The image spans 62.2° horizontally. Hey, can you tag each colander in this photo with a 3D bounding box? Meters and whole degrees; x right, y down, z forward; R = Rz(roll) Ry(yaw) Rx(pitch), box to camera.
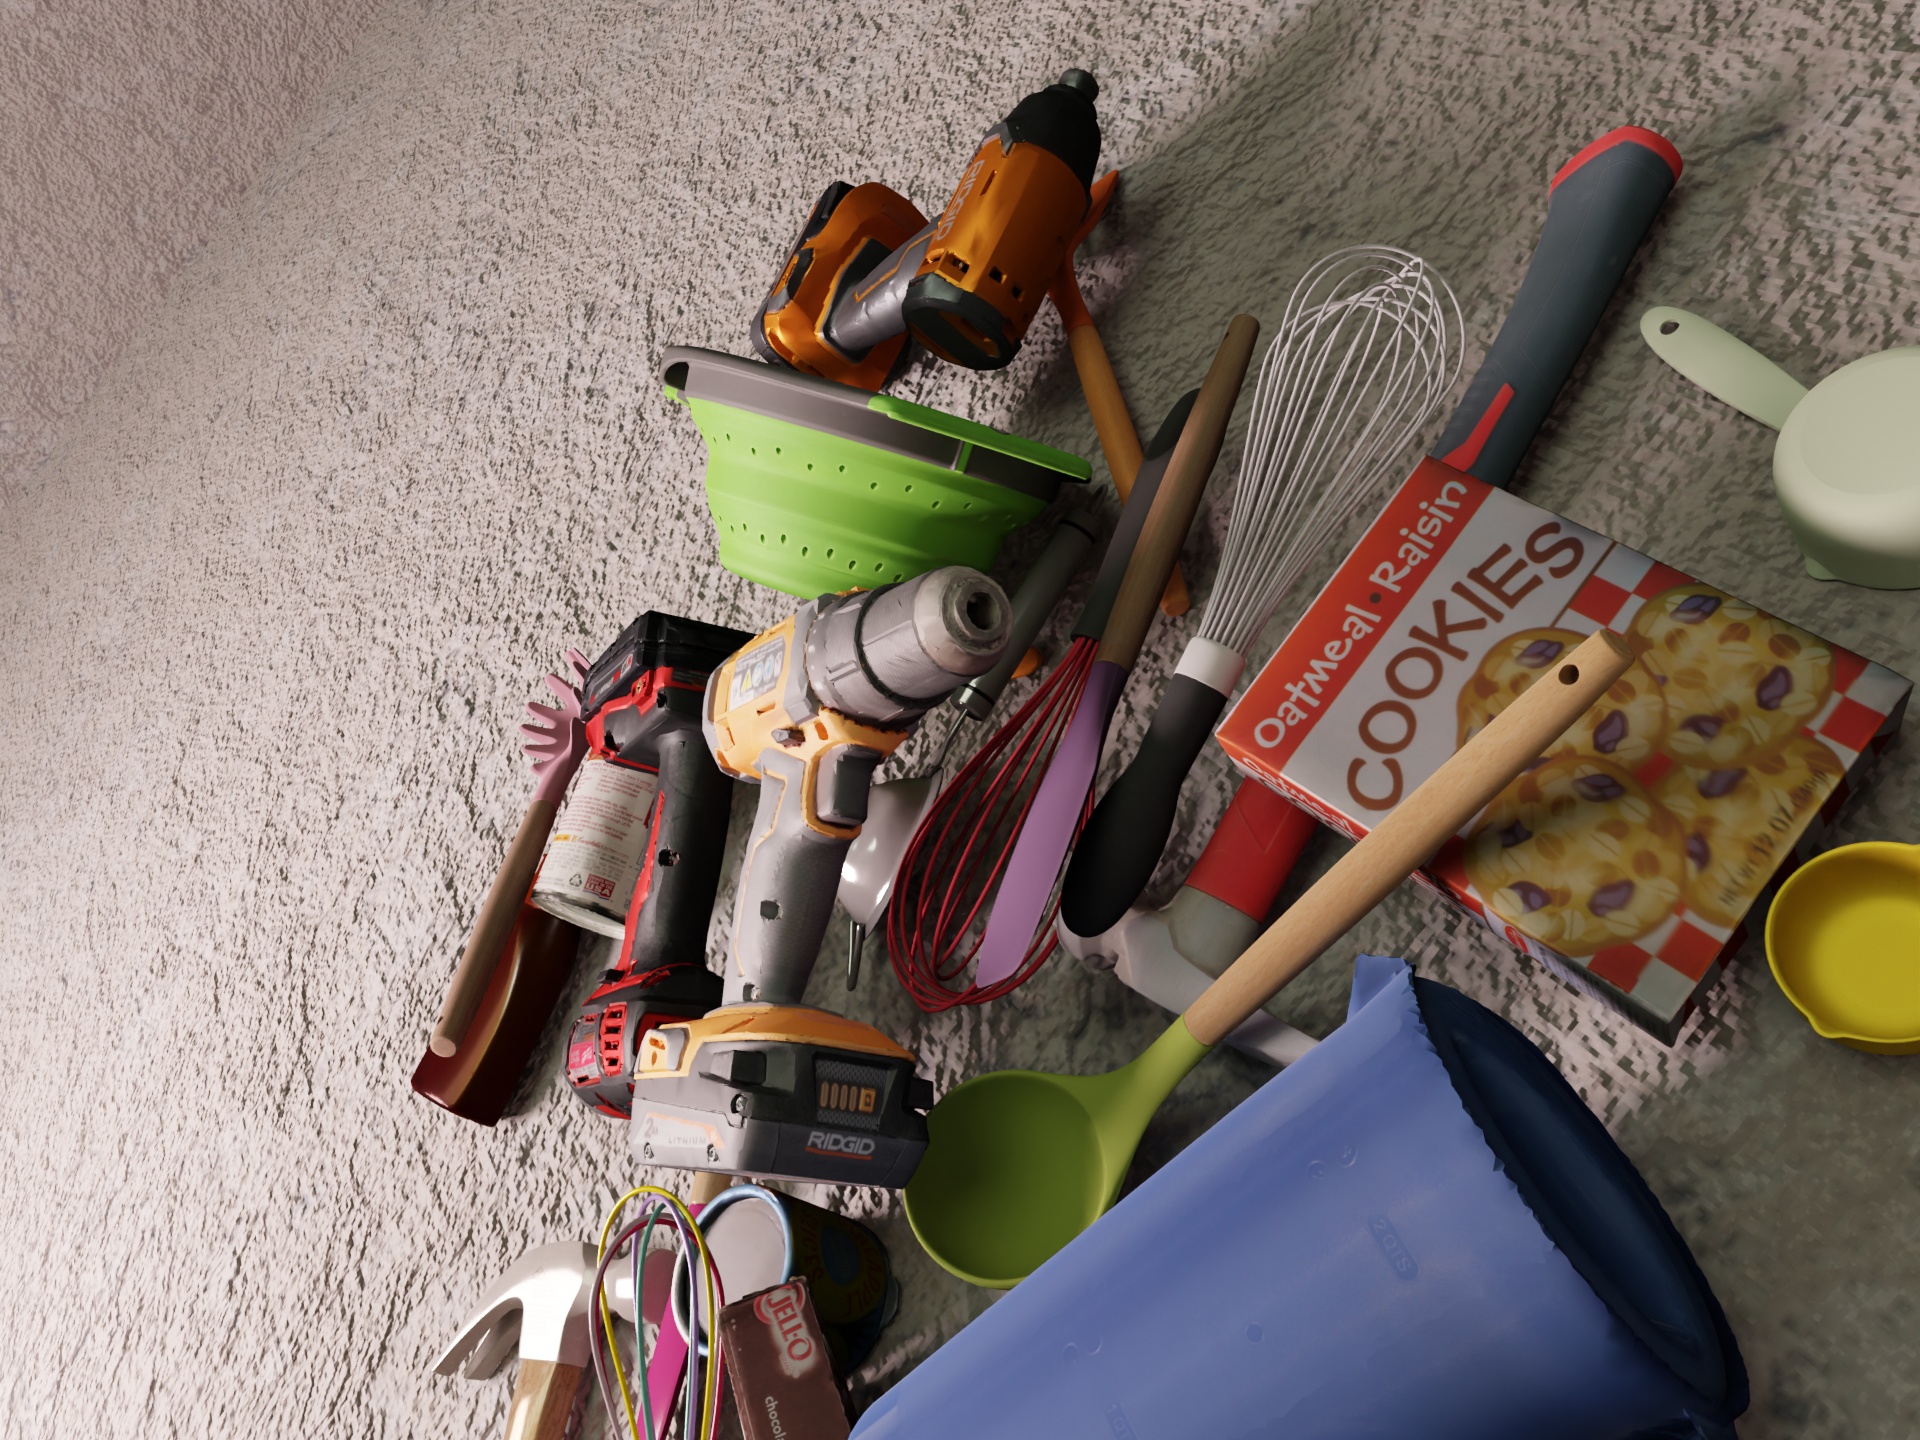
[{"bbox_3d":[-0.086,-0.120,0.812,0.397,0.204,0.094,27,103,59],"label":"colander"}]

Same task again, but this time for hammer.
[{"bbox_3d":[0.182,-0.055,0.593,0.143,0.038,0.386,24,80,48],"label":"hammer"},{"bbox_3d":[-0.200,0.386,0.654,0.130,0.031,0.332,-13,55,37],"label":"hammer"}]

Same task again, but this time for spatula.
[{"bbox_3d":[0.072,-0.172,0.794,0.081,0.041,0.323,-33,49,25],"label":"spatula"},{"bbox_3d":[0.066,-0.040,0.623,0.316,0.018,0.059,-67,12,-24],"label":"spatula"}]

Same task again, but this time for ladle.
[{"bbox_3d":[0.085,0.084,0.509,0.320,0.062,0.078,-51,49,32],"label":"ladle"}]

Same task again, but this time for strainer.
[{"bbox_3d":[-0.001,-0.002,0.716,0.258,0.050,0.087,-58,7,-11],"label":"strainer"}]

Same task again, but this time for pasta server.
[{"bbox_3d":[-0.236,0.060,0.850,0.060,0.040,0.316,-44,22,25],"label":"pasta server"}]

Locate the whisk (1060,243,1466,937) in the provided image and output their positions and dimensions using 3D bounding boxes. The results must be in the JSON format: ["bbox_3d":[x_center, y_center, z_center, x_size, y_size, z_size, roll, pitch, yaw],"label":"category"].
[{"bbox_3d":[0.108,-0.047,0.590,0.070,0.070,0.284,23,85,49],"label":"whisk"}]

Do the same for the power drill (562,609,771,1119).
[{"bbox_3d":[-0.138,0.073,0.735,0.143,0.078,0.220,-29,53,58],"label":"power drill"}]

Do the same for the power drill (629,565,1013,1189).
[{"bbox_3d":[-0.048,0.056,0.600,0.185,0.084,0.226,-21,58,55],"label":"power drill"}]

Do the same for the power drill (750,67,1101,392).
[{"bbox_3d":[-0.014,-0.260,0.862,0.226,0.084,0.164,5,66,58],"label":"power drill"}]

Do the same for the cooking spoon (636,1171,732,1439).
[{"bbox_3d":[-0.106,0.188,0.696,0.068,0.017,0.319,107,174,-56],"label":"cooking spoon"}]

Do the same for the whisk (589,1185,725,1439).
[{"bbox_3d":[-0.104,0.290,0.563,0.047,0.051,0.245,-4,83,1],"label":"whisk"}]

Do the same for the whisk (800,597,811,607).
[{"bbox_3d":[-0.074,-0.042,0.826,0.055,0.055,0.239,-30,41,25],"label":"whisk"}]

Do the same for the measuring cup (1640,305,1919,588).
[{"bbox_3d":[0.282,-0.110,0.535,0.083,0.038,0.168,-43,43,12],"label":"measuring cup"}]

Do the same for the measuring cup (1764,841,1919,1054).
[{"bbox_3d":[0.290,0.085,0.411,0.157,0.029,0.062,31,85,38],"label":"measuring cup"}]

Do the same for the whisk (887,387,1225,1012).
[{"bbox_3d":[0.049,-0.014,0.665,0.073,0.073,0.296,10,70,47],"label":"whisk"}]

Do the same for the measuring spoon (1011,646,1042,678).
[{"bbox_3d":[-0.006,-0.032,0.776,0.117,0.011,0.021,5,66,45],"label":"measuring spoon"}]
